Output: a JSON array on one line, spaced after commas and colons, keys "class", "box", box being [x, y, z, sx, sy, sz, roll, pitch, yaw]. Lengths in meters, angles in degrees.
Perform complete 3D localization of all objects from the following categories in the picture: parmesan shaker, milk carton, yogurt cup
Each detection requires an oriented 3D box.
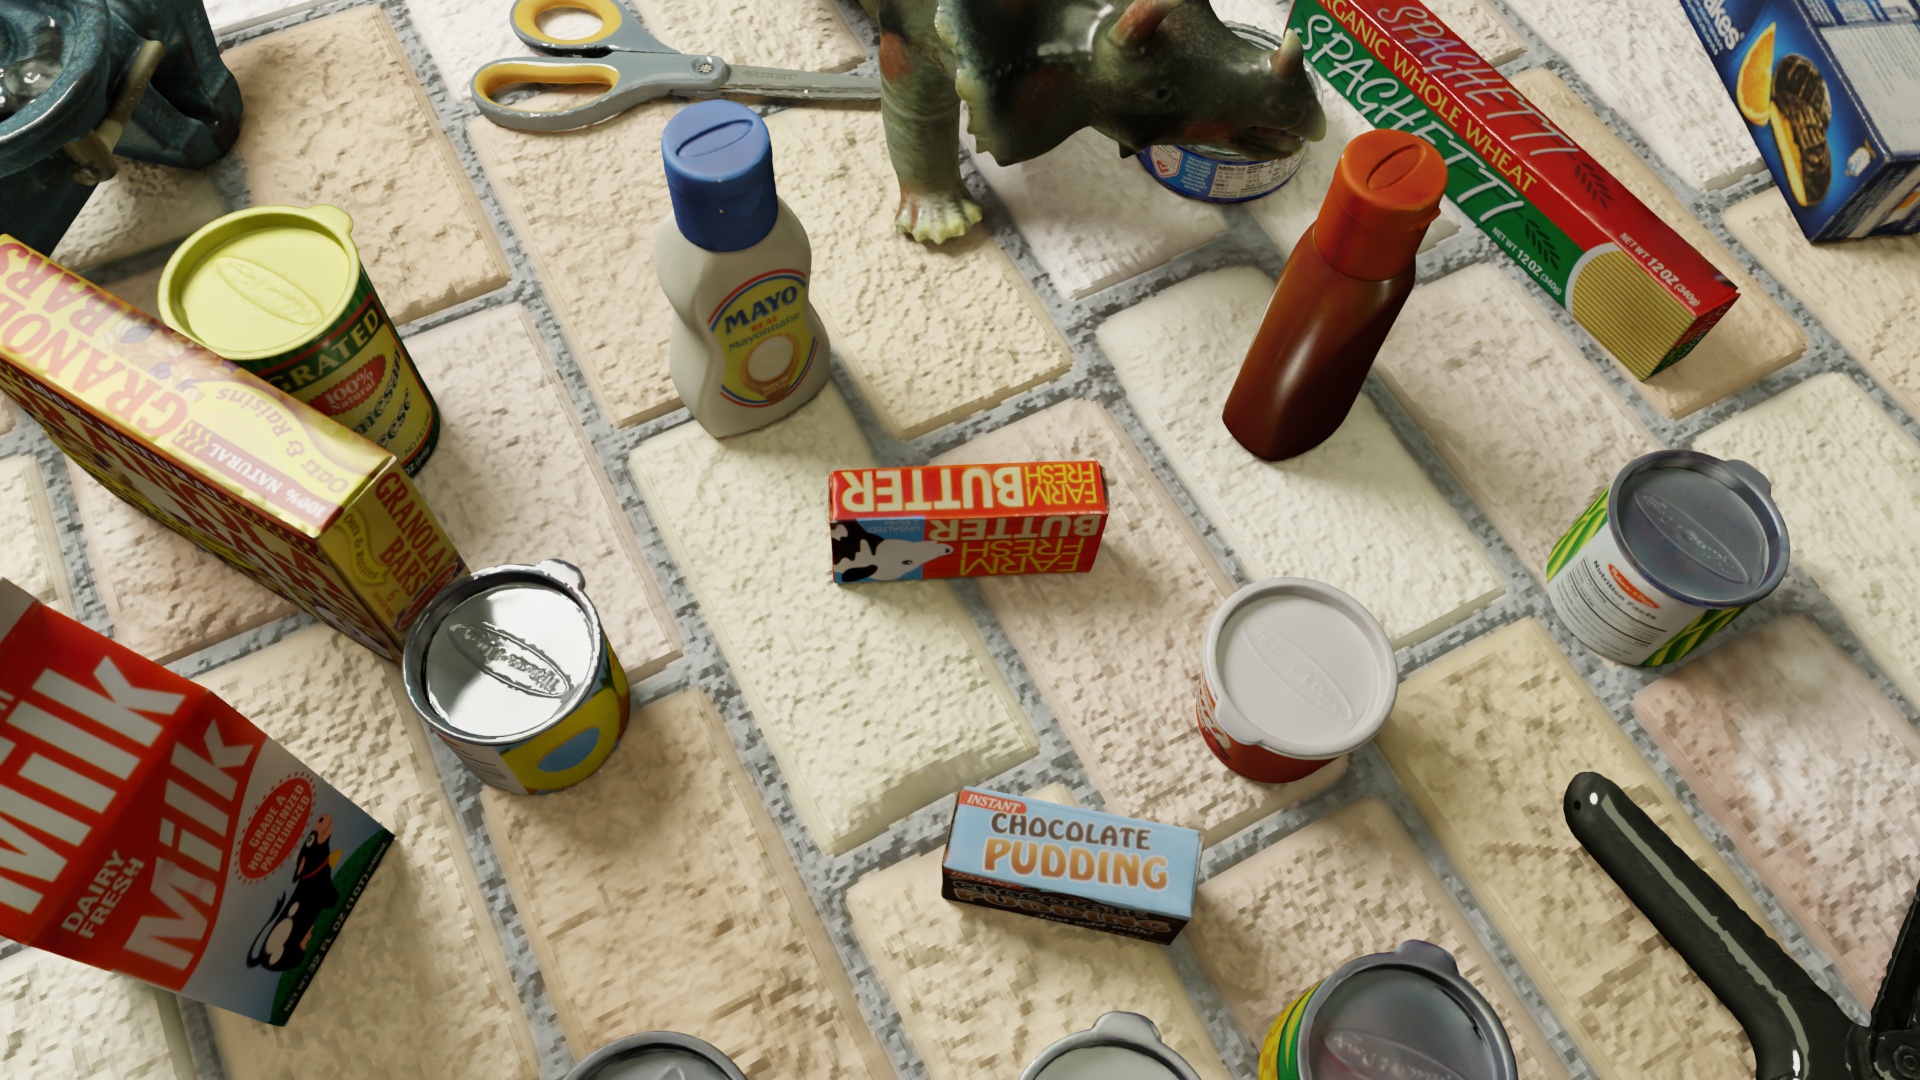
[{"class": "parmesan shaker", "box": [-0.240, -0.068, 0.522, 0.071, 0.102, 0.071, 1, 63, -2]}, {"class": "milk carton", "box": [-0.241, 0.079, 0.395, 0.073, 0.189, 0.072, 20, 64, 8]}, {"class": "yogurt cup", "box": [0.117, 0.054, 0.501, 0.072, 0.053, 0.073, 1, 62, -2]}]

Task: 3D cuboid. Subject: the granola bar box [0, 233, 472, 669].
[{"class": "granola bar box", "box": [-0.254, -0.022, 0.485, 0.166, 0.123, 0.039, 28, 65, 12]}]

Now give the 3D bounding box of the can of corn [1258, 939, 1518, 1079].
[{"class": "can of corn", "box": [0.133, 0.167, 0.440, 0.071, 0.058, 0.071, 1, 62, -2]}]

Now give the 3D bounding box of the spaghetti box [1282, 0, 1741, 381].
[{"class": "spaghetti box", "box": [0.239, -0.177, 0.631, 0.029, 0.050, 0.250, -30, 68, -17]}]

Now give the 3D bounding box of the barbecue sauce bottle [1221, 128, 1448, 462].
[{"class": "barbecue sauce bottle", "box": [0.142, -0.090, 0.525, 0.065, 0.148, 0.044, -38, 70, -19]}]

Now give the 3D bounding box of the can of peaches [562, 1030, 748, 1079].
[{"class": "can of peaches", "box": [-0.092, 0.186, 0.420, 0.071, 0.057, 0.071, 1, 62, -2]}]

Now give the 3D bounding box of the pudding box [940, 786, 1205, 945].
[{"class": "pudding box", "box": [0.037, 0.110, 0.470, 0.084, 0.049, 0.030, 11, 63, 3]}]

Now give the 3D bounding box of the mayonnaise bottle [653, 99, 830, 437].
[{"class": "mayonnaise bottle", "box": [-0.083, -0.097, 0.519, 0.065, 0.147, 0.041, -29, 68, -16]}]

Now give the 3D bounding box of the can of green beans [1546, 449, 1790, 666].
[{"class": "can of green beans", "box": [0.268, 0.008, 0.530, 0.071, 0.057, 0.071, 1, 62, -2]}]

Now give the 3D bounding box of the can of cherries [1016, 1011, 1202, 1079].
[{"class": "can of cherries", "box": [0.044, 0.186, 0.426, 0.071, 0.058, 0.072, 1, 62, -2]}]

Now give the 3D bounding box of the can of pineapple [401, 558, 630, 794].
[{"class": "can of pineapple", "box": [-0.152, 0.049, 0.489, 0.071, 0.057, 0.071, 1, 62, -2]}]

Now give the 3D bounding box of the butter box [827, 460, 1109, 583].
[{"class": "butter box", "box": [0.002, -0.007, 0.528, 0.103, 0.053, 0.024, -2, 63, -4]}]
